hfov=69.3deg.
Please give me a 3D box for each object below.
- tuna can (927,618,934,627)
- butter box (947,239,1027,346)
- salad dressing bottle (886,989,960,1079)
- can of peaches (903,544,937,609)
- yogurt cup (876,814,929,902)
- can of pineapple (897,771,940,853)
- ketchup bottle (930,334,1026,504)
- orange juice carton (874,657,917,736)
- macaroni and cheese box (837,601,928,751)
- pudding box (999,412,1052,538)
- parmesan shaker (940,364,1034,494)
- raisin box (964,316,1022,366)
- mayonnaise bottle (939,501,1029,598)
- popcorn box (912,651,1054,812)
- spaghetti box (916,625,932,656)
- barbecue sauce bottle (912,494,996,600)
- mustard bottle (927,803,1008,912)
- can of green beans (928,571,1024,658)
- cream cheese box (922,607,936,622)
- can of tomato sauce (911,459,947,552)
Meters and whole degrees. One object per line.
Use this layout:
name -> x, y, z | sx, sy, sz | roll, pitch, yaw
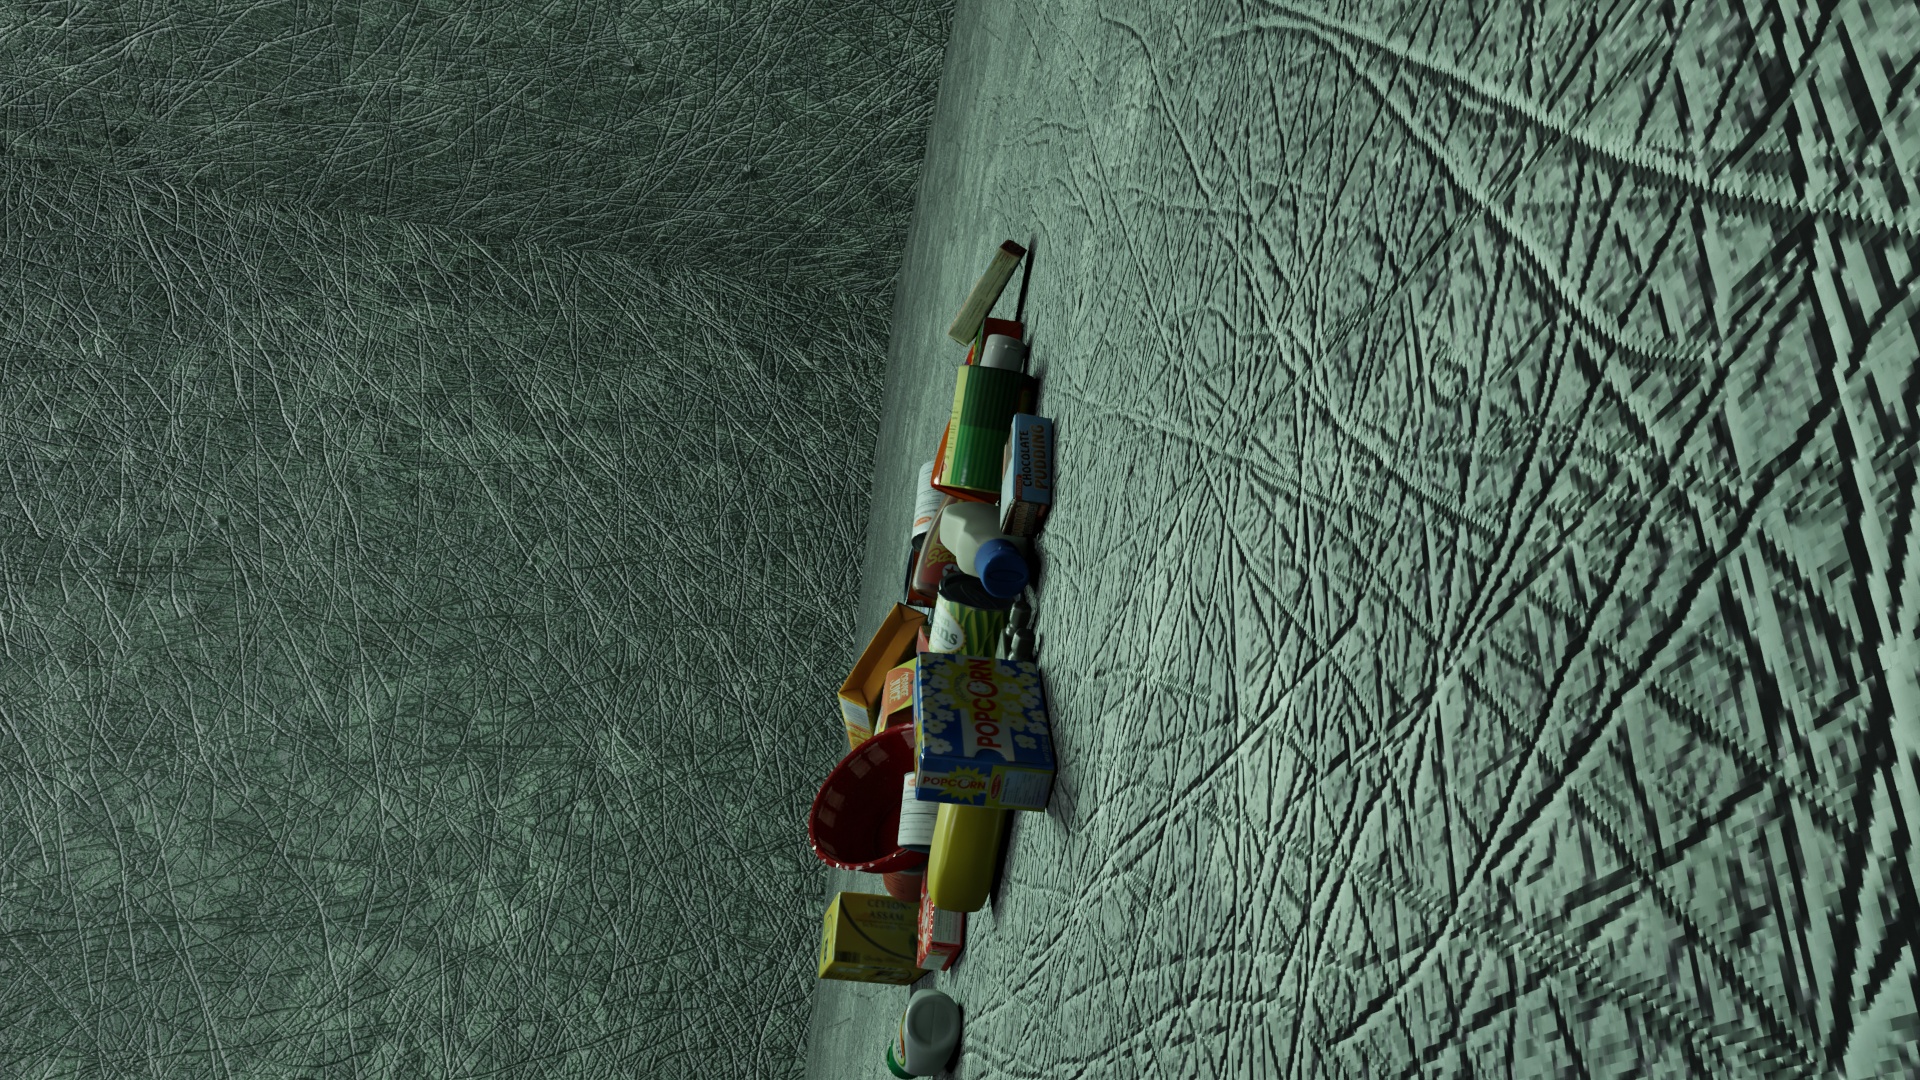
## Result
tuna can -> -0.020, 0.116, 1.427 | 0.071, 0.033, 0.071 | -168, 87, -83
butter box -> 0.026, -0.238, 1.336 | 0.103, 0.024, 0.053 | -58, 1, 22
salad dressing bottle -> -0.033, 0.409, 1.134 | 0.147, 0.044, 0.064 | 109, 168, -57
can of peaches -> -0.028, 0.043, 1.477 | 0.071, 0.058, 0.071 | -169, 87, -83
yogurt cup -> -0.044, 0.297, 1.284 | 0.073, 0.072, 0.053 | -91, 3, -52
can of pineapple -> -0.014, 0.221, 1.121 | 0.070, 0.071, 0.058 | 117, 160, -69
ketchup bottle -> 0.023, -0.109, 1.242 | 0.043, 0.065, 0.149 | 177, 110, -73
orange juice carton -> -0.048, 0.200, 1.388 | 0.072, 0.073, 0.191 | -92, 13, -59
macaroni and cheese box -> -0.075, 0.161, 1.487 | 0.124, 0.040, 0.165 | -57, -19, -28
pudding box -> 0.050, -0.050, 1.056 | 0.049, 0.030, 0.084 | 106, 170, -55
parmesan shaker -> 0.024, -0.093, 1.175 | 0.071, 0.071, 0.103 | -156, 75, -83
raisin box -> 0.027, -0.152, 1.339 | 0.123, 0.040, 0.086 | 124, 154, -72
mayonnaise bottle -> 0.023, 0.006, 1.093 | 0.148, 0.065, 0.041 | -117, 32, -72
popcorn box -> 0.012, 0.124, 0.922 | 0.127, 0.085, 0.038 | -96, 15, -63
spaghetti box -> -0.005, 0.115, 1.228 | 0.250, 0.050, 0.028 | -128, 45, -80
barbecue sauce bottle -> 0.005, -0.016, 1.277 | 0.043, 0.065, 0.149 | 93, -167, -77
mustard bottle -> 0.011, 0.191, 1.011 | 0.065, 0.049, 0.159 | -99, 20, -68
can of green beans -> 0.012, 0.064, 1.082 | 0.071, 0.071, 0.057 | -97, 17, -66
cream cheese box -> -0.028, 0.062, 1.596 | 0.104, 0.024, 0.053 | -90, 11, -50
can of tomato sauce -> -0.012, -0.031, 1.409 | 0.071, 0.071, 0.083 | 112, 165, -63
